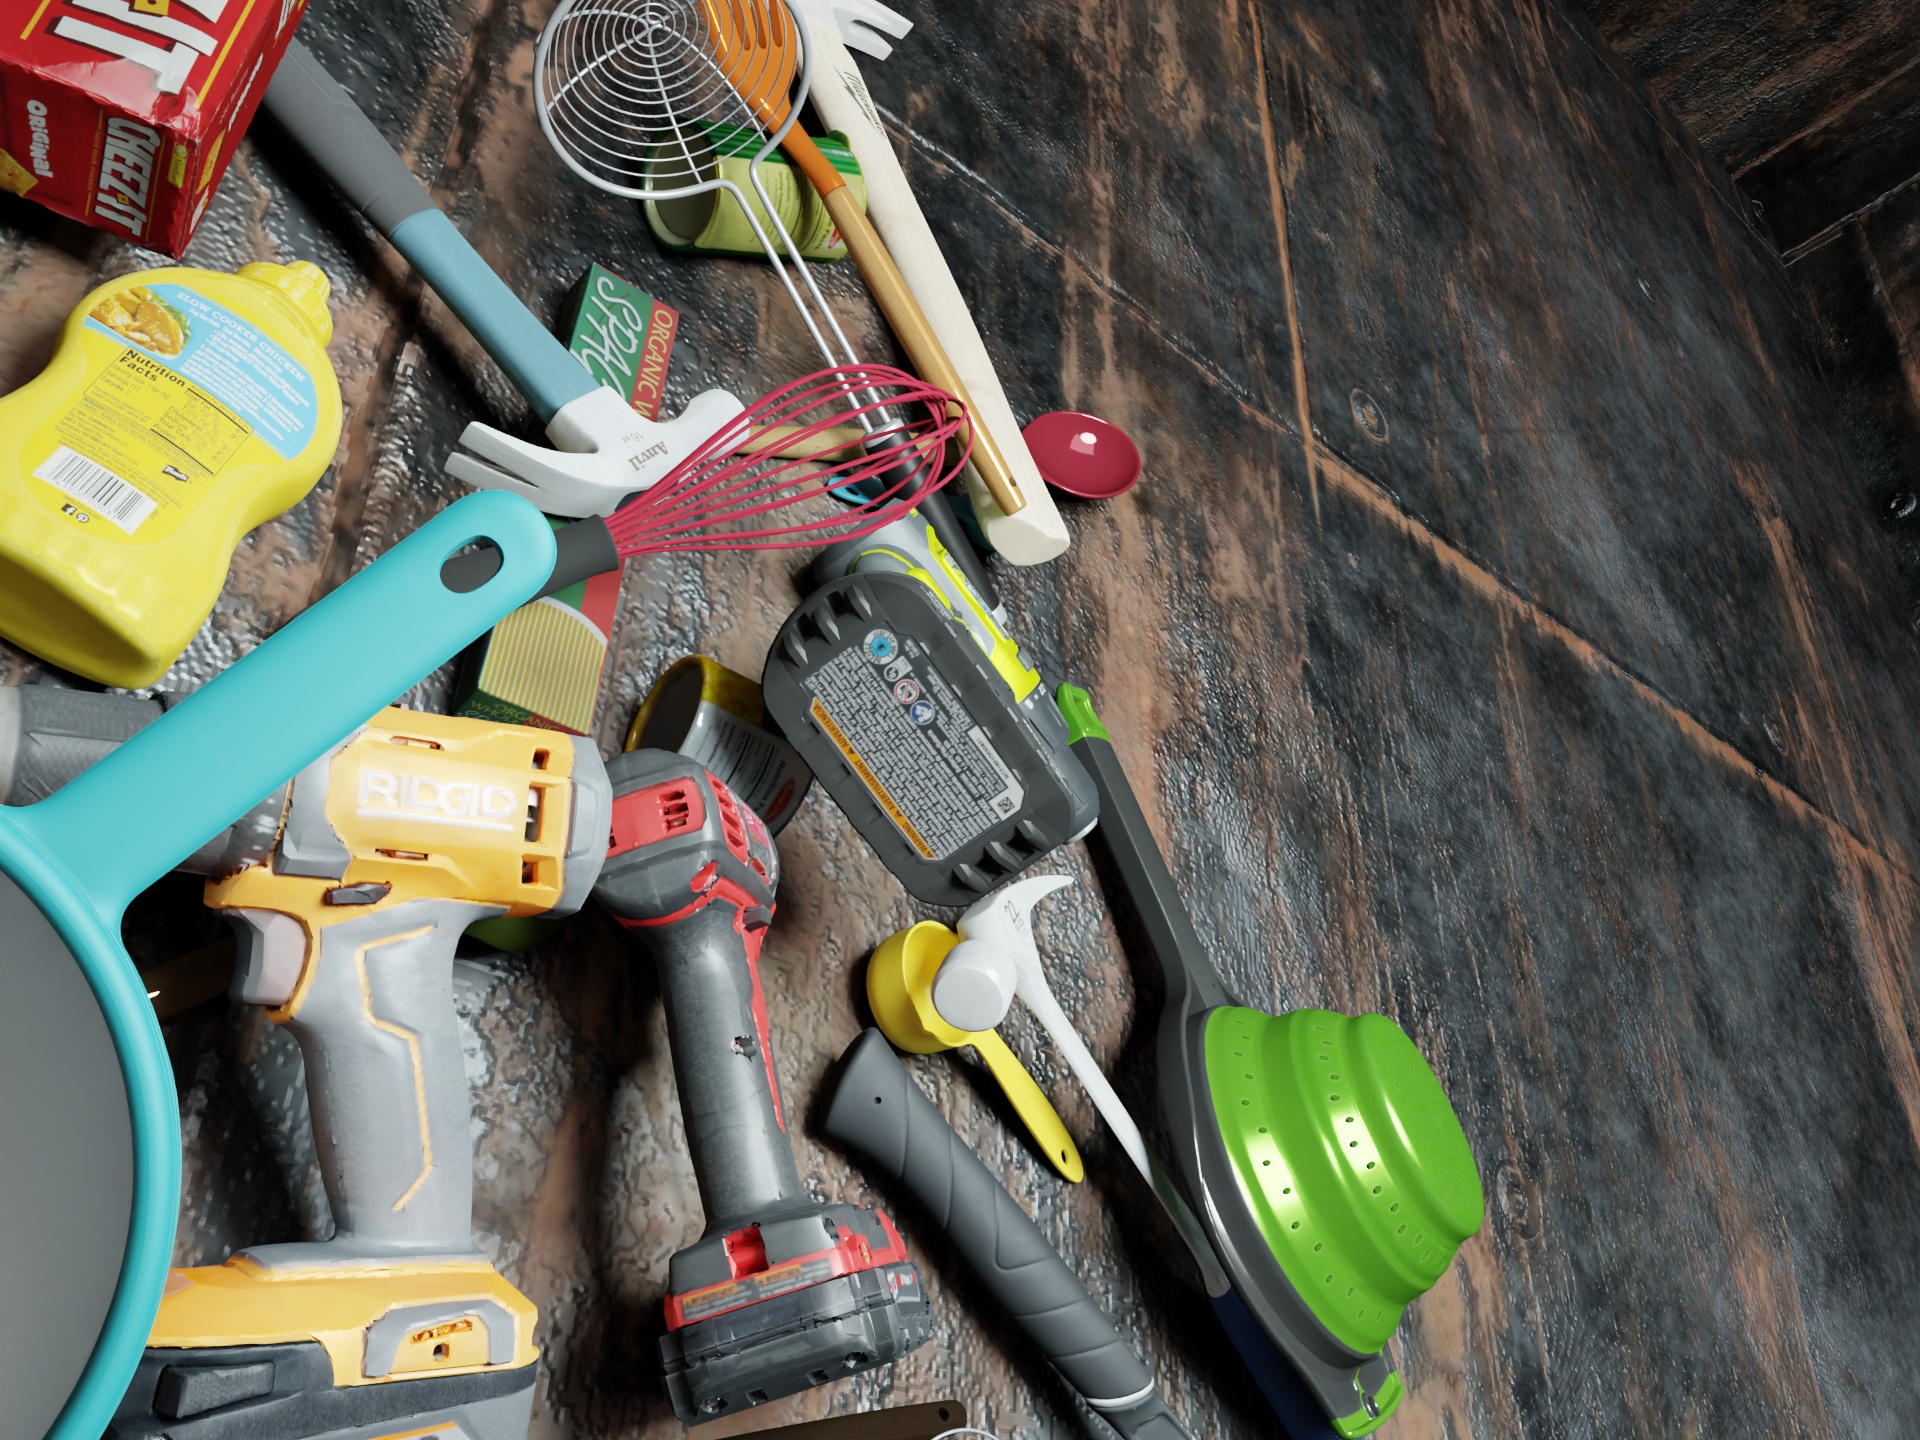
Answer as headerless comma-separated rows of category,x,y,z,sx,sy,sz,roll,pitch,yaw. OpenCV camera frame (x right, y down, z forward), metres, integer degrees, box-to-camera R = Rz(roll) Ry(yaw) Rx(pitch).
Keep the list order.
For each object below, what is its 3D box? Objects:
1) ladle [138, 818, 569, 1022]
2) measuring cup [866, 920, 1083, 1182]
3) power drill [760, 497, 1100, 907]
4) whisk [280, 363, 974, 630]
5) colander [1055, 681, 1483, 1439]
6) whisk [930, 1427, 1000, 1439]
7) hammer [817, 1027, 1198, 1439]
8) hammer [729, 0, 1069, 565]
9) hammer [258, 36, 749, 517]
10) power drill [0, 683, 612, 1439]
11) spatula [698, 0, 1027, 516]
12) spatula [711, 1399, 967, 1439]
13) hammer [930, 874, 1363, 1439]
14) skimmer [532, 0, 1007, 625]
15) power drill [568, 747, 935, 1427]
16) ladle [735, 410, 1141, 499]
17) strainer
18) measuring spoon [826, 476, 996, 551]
ladle,-0.251,0.085,0.499,0.320,0.062,0.078,-25,94,-43
measuring cup,0.008,0.158,0.725,0.156,0.029,0.062,56,31,-21
power drill,-0.001,-0.002,0.713,0.190,0.080,0.228,53,10,-7
whisk,-0.124,-0.078,0.635,0.296,0.073,0.073,-24,84,-22
colander,0.157,0.138,0.797,0.204,0.094,0.397,17,46,-60
whisk,-0.052,0.356,0.517,0.070,0.070,0.285,52,45,-8
hammer,0.083,0.293,0.669,0.149,0.036,0.409,-40,92,-14
hammer,-0.022,-0.271,0.919,0.146,0.038,0.411,-2,63,-47
hammer,-0.238,-0.218,0.669,0.331,0.033,0.128,48,44,-2
power drill,-0.200,0.100,0.458,0.185,0.084,0.226,12,76,-40
spatula,-0.046,-0.249,0.802,0.081,0.041,0.322,-35,96,-49
spatula,-0.112,0.259,0.532,0.315,0.018,0.060,12,44,-44
hammer,0.118,0.249,0.747,0.405,0.035,0.144,57,20,-8
skimmer,-0.067,-0.184,0.763,0.363,0.127,0.090,60,7,-22
power drill,-0.080,0.127,0.581,0.143,0.078,0.220,73,-1,-72
ladle,-0.011,-0.150,0.887,0.315,0.031,0.069,-6,58,-45
strainer,-0.235,0.060,0.365,0.340,0.095,0.211,-42,99,-19
measuring spoon,-0.019,-0.112,0.868,0.128,0.021,0.042,6,46,-33
